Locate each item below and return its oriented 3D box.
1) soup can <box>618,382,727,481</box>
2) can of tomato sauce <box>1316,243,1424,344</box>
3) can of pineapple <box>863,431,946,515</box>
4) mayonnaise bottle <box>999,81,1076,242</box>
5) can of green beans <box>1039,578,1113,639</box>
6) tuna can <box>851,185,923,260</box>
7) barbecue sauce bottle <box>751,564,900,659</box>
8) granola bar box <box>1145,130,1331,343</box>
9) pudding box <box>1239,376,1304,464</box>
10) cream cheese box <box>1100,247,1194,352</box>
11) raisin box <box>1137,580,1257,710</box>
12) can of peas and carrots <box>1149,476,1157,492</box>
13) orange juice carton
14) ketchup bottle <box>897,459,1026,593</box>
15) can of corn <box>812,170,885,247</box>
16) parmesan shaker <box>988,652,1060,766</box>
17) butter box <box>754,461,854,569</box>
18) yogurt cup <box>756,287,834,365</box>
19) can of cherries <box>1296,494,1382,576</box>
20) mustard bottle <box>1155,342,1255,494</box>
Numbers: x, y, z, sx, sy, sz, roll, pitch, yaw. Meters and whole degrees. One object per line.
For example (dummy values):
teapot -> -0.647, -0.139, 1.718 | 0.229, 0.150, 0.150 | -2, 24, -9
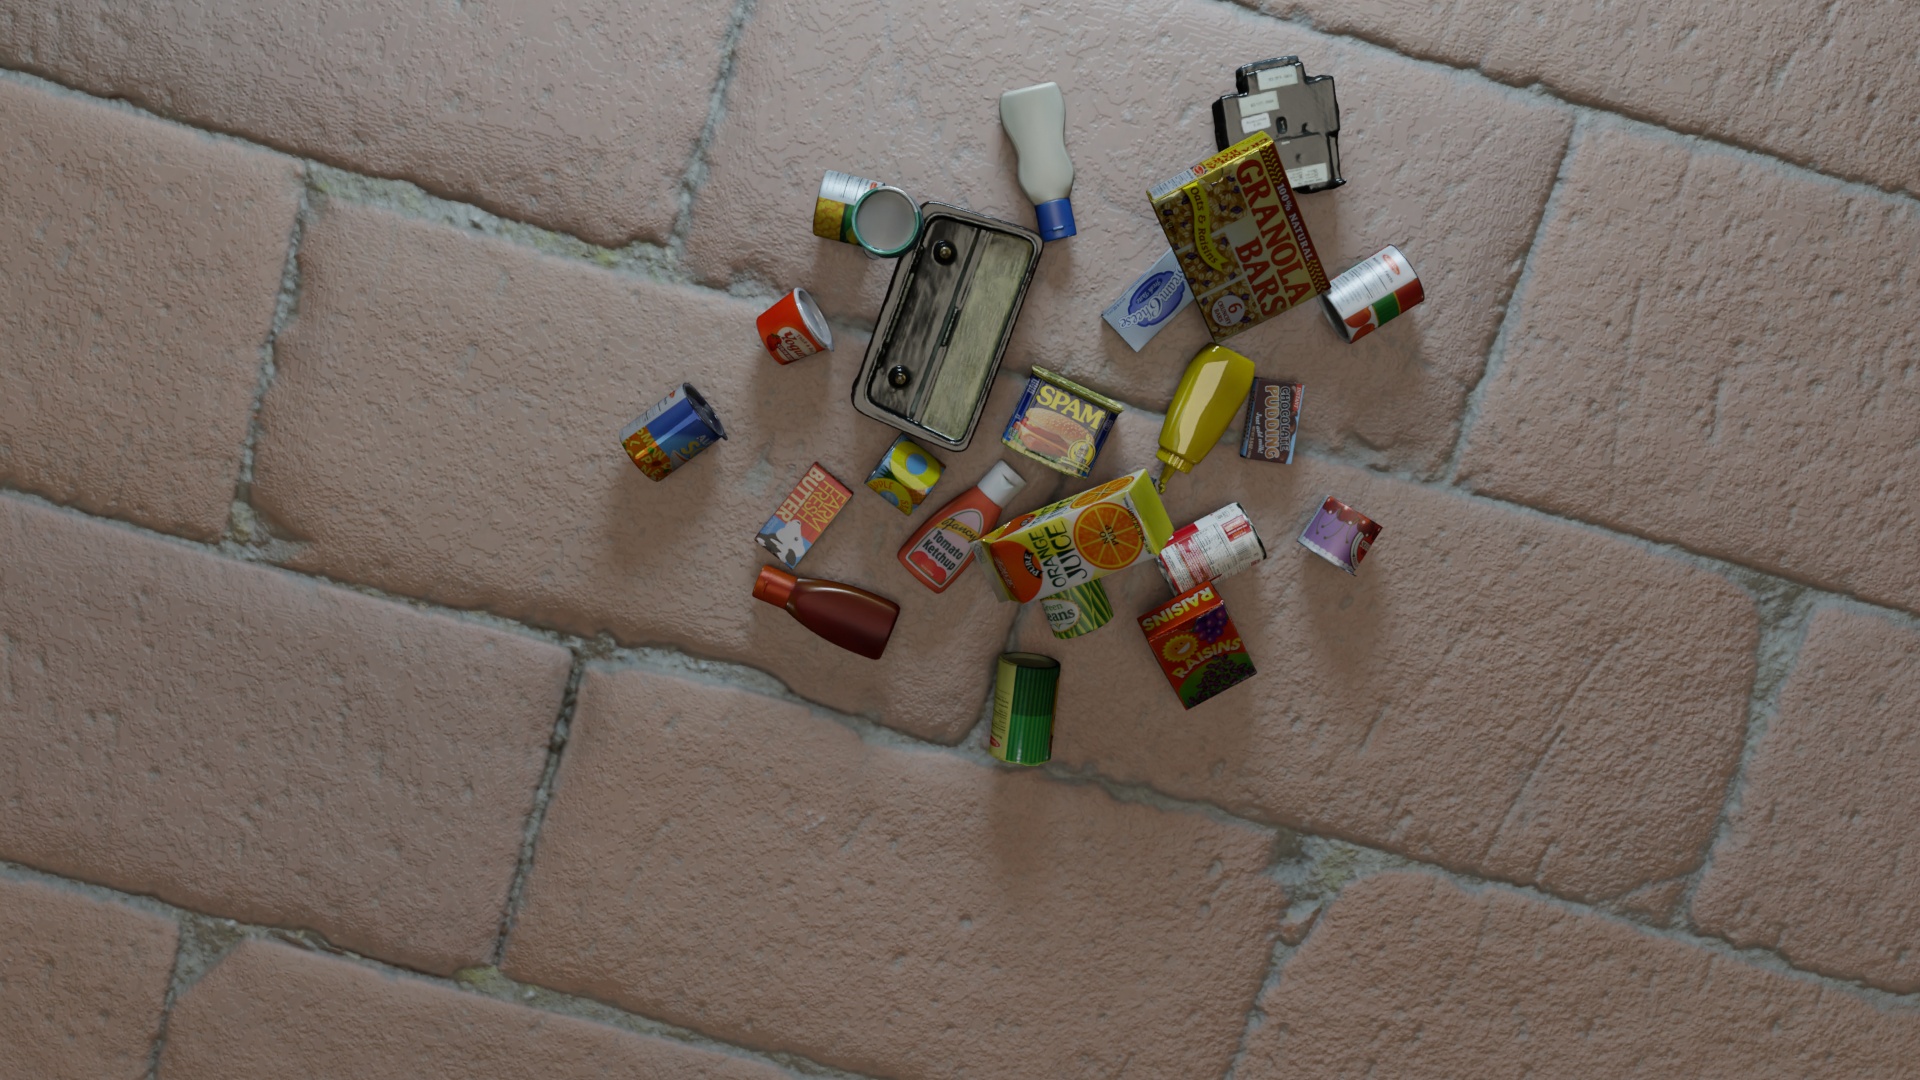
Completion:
soup can -> -0.290, -0.106, 1.401 | 0.084, 0.071, 0.071 | -35, 98, 6
can of tomato sauce -> 0.406, -0.242, 1.378 | 0.083, 0.071, 0.071 | -31, 98, 6
can of pineapple -> -0.057, -0.066, 1.406 | 0.058, 0.071, 0.071 | 37, 98, -6
mayonnaise bottle -> 0.082, -0.371, 1.370 | 0.065, 0.041, 0.147 | -12, 100, 4
can of green beans -> 0.117, 0.062, 1.427 | 0.071, 0.071, 0.057 | -21, 99, 4
tuna can -> -0.070, -0.299, 1.314 | 0.071, 0.033, 0.071 | 1, 97, 4
barbecue sauce bottle -> -0.141, 0.069, 1.441 | 0.148, 0.044, 0.064 | 22, 99, -3
granola bar box -> 0.269, -0.289, 1.338 | 0.124, 0.039, 0.165 | -26, 119, 10
pudding box -> 0.318, -0.122, 1.415 | 0.050, 0.030, 0.083 | 8, 100, -2
cream cheese box -> 0.197, -0.243, 1.398 | 0.103, 0.024, 0.053 | -44, 98, 7
raisin box -> 0.242, 0.109, 1.419 | 0.086, 0.040, 0.123 | -28, 130, 5
can of peas and carrots -> 0.175, -0.027, 1.411 | 0.071, 0.071, 0.058 | -18, 100, 3
orange juice carton -> 0.104, 0.003, 1.369 | 0.192, 0.073, 0.071 | -21, 101, 26
ketchup bottle -> 0.005, -0.018, 1.426 | 0.064, 0.043, 0.148 | 42, 97, -9
can of corn -> -0.110, -0.323, 1.366 | 0.058, 0.071, 0.071 | 13, 100, -1
parmesan shaker -> 0.068, 0.174, 1.444 | 0.071, 0.071, 0.103 | 6, 99, -1
butter box -> -0.161, -0.026, 1.435 | 0.053, 0.024, 0.103 | 38, 98, -6
yogurt cup -> -0.167, -0.211, 1.386 | 0.054, 0.072, 0.072 | -27, 99, 13
can of cherries -> 0.388, -0.005, 1.414 | 0.071, 0.071, 0.058 | 31, 98, -5
mustard bottle -> 0.237, -0.120, 1.406 | 0.065, 0.049, 0.160 | 27, 99, -9
